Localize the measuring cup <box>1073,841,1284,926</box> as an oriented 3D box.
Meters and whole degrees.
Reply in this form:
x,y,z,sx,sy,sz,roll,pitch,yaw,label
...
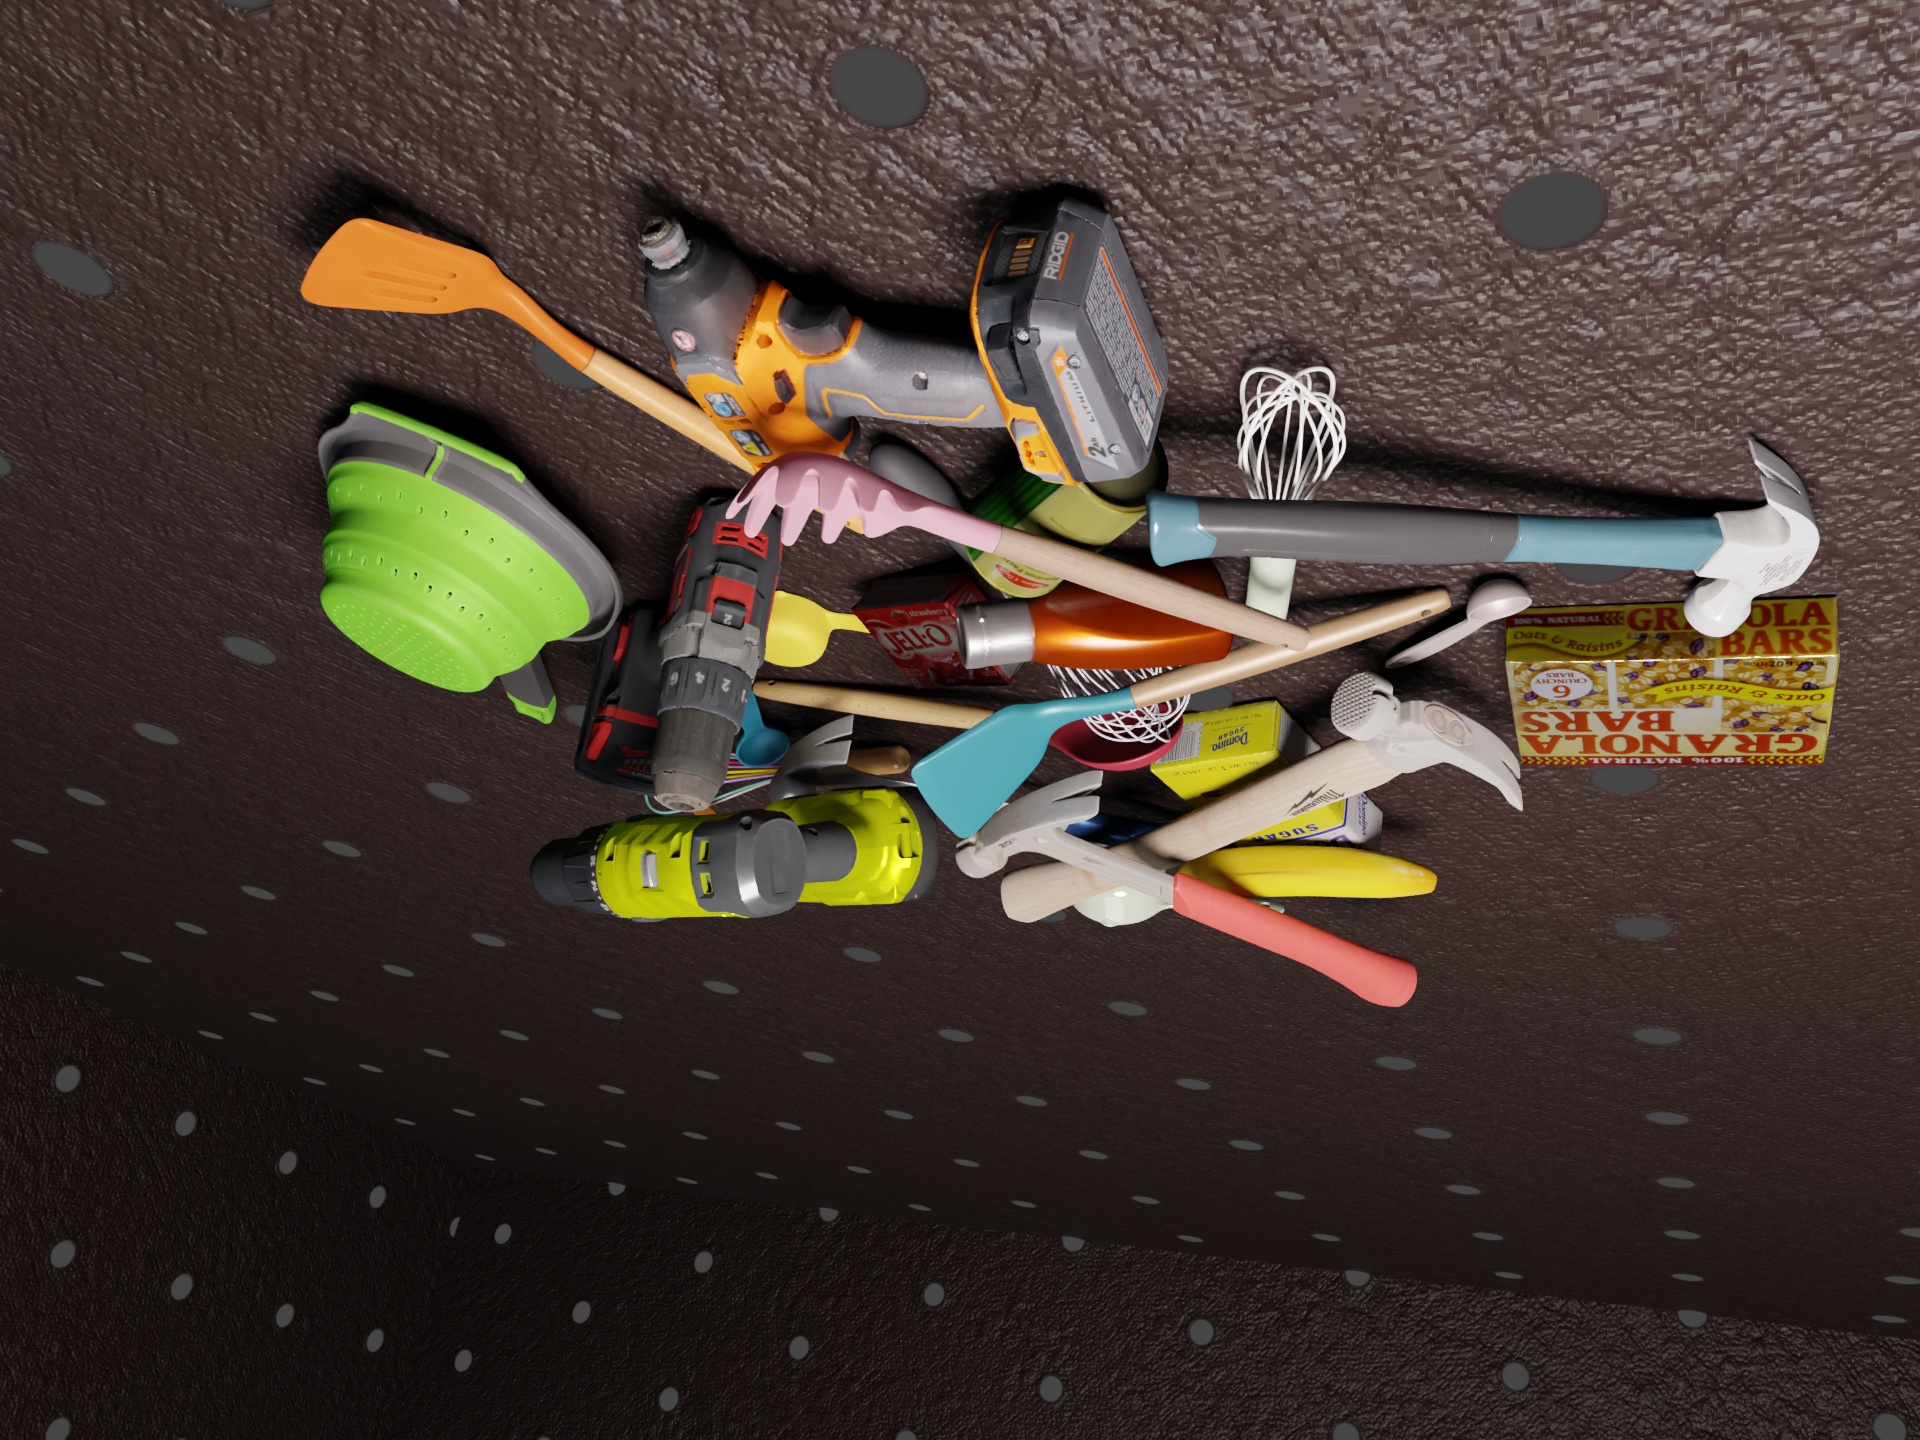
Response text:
x,y,z,sx,sy,sz,roll,pitch,yaw,label
0.166,0.125,1.231,0.167,0.083,0.038,5,123,15,measuring cup

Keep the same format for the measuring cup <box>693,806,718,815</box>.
x,y,z,sx,sy,sz,roll,pitch,yaw,label
-0.199,0.036,1.210,0.095,0.052,0.173,-3,140,29,measuring cup

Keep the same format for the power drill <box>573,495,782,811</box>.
x,y,z,sx,sy,sz,roll,pitch,yaw,label
-0.176,-0.015,0.987,0.080,0.188,0.226,15,157,-20,power drill

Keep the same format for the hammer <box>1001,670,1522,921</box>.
x,y,z,sx,sy,sz,roll,pitch,yaw,label
0.173,0.076,1.070,0.146,0.038,0.410,24,147,-27,hammer

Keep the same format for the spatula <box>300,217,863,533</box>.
x,y,z,sx,sy,sz,roll,pitch,yaw,label
-0.179,-0.172,0.843,0.322,0.041,0.081,28,148,-30,spatula

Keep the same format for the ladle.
x,y,z,sx,sy,sz,roll,pitch,yaw,label
-0.002,-0.003,1.087,0.315,0.069,0.031,8,128,21,ladle

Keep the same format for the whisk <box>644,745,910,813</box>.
x,y,z,sx,sy,sz,roll,pitch,yaw,label
-0.152,0.040,1.238,0.245,0.051,0.047,-6,142,25,whisk

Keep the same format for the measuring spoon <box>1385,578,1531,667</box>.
x,y,z,sx,sy,sz,roll,pitch,yaw,label
0.278,-0.055,0.909,0.034,0.018,0.124,-3,165,-20,measuring spoon

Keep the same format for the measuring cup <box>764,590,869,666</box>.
x,y,z,sx,sy,sz,roll,pitch,yaw,label
-0.067,-0.052,1.036,0.156,0.029,0.062,7,152,12,measuring cup

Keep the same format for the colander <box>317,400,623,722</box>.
x,y,z,sx,sy,sz,roll,pitch,yaw,label
-0.326,-0.052,1.046,0.204,0.094,0.396,23,157,4,colander

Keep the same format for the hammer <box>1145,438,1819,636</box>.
x,y,z,sx,sy,sz,roll,pitch,yaw,label
0.250,-0.088,0.768,0.331,0.033,0.128,1,152,-5,hammer

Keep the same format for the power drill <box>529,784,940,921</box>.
x,y,z,sx,sy,sz,roll,pitch,yaw,label
-0.138,0.087,1.012,0.190,0.080,0.228,-6,177,33,power drill

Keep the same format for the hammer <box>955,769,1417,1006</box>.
x,y,z,sx,sy,sz,roll,pitch,yaw,label
0.181,0.125,1.079,0.358,0.037,0.149,23,150,-26,hammer

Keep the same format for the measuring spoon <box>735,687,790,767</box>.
x,y,z,sx,sy,sz,roll,pitch,yaw,label
-0.159,-0.012,1.170,0.042,0.021,0.128,-21,141,-5,measuring spoon

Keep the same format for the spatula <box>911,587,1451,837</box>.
x,y,z,sx,sy,sz,roll,pitch,yaw,label
0.127,-0.012,0.919,0.317,0.044,0.082,-19,139,14,spatula

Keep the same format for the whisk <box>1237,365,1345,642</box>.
x,y,z,sx,sy,sz,roll,pitch,yaw,label
0.165,-0.104,0.834,0.059,0.058,0.246,41,165,22,whisk

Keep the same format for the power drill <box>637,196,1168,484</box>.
x,y,z,sx,sy,sz,roll,pitch,yaw,label
-0.034,-0.176,0.735,0.226,0.084,0.164,3,152,27,power drill

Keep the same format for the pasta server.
x,y,z,sx,sy,sz,roll,pitch,yaw,label
0.040,-0.075,0.790,0.316,0.040,0.060,16,165,-21,pasta server

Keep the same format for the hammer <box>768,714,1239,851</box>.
x,y,z,sx,sy,sz,roll,pitch,yaw,label
0.069,0.071,1.168,0.405,0.035,0.144,13,158,-13,hammer

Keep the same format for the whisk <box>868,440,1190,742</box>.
x,y,z,sx,sy,sz,roll,pitch,yaw,label
0.044,-0.072,0.932,0.070,0.070,0.284,-13,138,40,whisk
